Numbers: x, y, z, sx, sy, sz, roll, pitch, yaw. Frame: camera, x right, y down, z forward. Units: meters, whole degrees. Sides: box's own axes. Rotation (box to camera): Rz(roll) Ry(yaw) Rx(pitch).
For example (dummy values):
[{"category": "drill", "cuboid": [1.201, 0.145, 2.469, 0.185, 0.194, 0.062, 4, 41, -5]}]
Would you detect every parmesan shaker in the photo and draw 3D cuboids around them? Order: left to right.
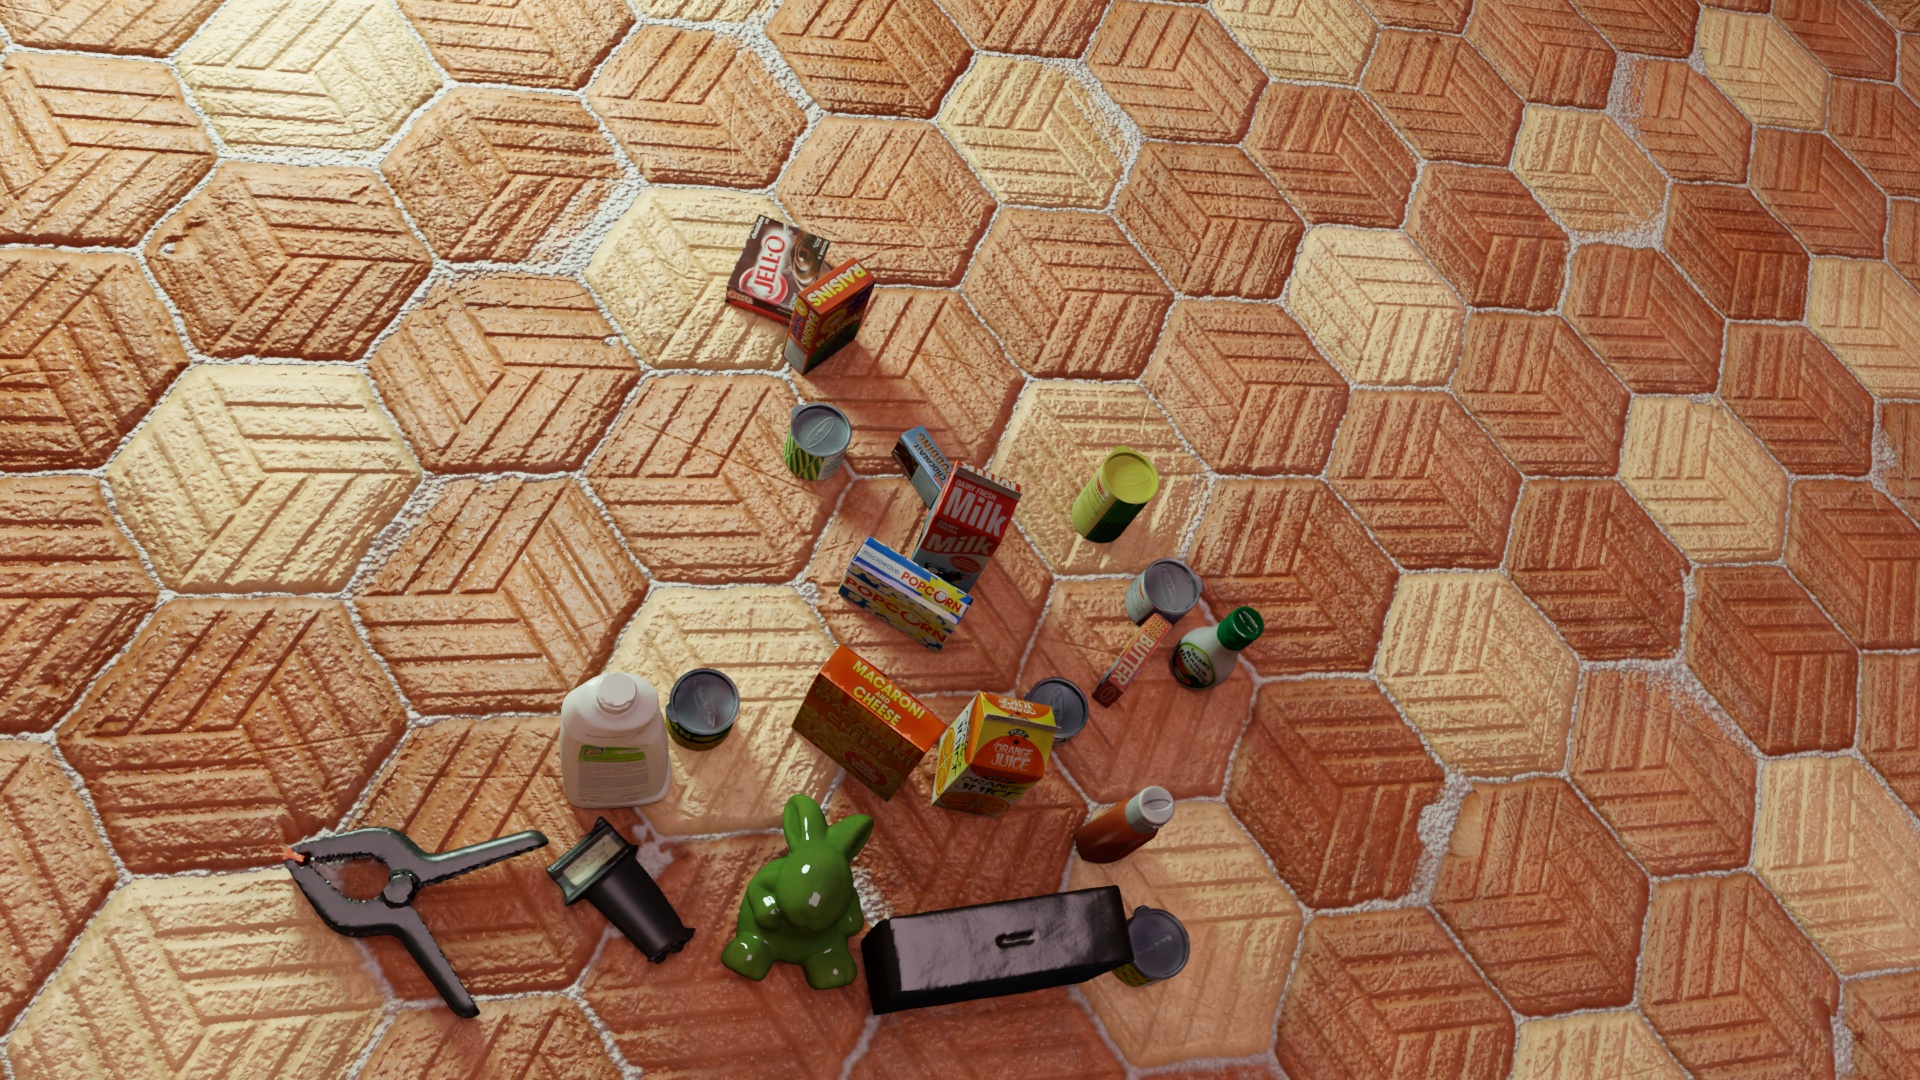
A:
[{"category": "parmesan shaker", "cuboid": [0.169, -0.050, 1.534, 0.071, 0.102, 0.071, 7, 63, -13]}]

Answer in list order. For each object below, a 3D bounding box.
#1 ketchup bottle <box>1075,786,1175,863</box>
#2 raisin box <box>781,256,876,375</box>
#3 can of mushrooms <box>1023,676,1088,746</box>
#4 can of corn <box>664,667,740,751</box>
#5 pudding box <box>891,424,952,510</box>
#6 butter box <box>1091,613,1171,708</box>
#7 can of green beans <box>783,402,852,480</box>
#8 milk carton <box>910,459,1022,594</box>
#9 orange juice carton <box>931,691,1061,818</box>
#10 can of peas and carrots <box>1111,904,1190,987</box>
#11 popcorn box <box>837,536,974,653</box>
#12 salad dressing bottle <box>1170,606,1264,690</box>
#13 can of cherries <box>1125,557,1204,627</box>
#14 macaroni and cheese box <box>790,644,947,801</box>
[{"category": "ketchup bottle", "cuboid": [0.163, 0.276, 1.345, 0.065, 0.148, 0.044, -4, 66, -18]}, {"category": "raisin box", "cuboid": [-0.146, -0.245, 1.525, 0.040, 0.122, 0.086, 46, 61, 8]}, {"category": "can of mushrooms", "cuboid": [0.094, 0.177, 1.439, 0.071, 0.033, 0.071, 7, 63, -13]}, {"category": "can of corn", "cuboid": [-0.250, 0.163, 1.329, 0.071, 0.058, 0.071, 7, 63, -13]}, {"category": "pudding box", "cuboid": [-0.037, -0.079, 1.518, 0.030, 0.049, 0.084, -28, 75, -26]}, {"category": "butter box", "cuboid": [0.182, 0.127, 1.479, 0.024, 0.053, 0.104, 38, 60, 4]}, {"category": "can of green beans", "cuboid": [-0.154, -0.106, 1.491, 0.071, 0.057, 0.071, 7, 63, -13]}, {"category": "milk carton", "cuboid": [0.005, -0.018, 1.419, 0.072, 0.189, 0.074, 23, 61, -5]}, {"category": "orange juice carton", "cuboid": [0.033, 0.200, 1.318, 0.072, 0.191, 0.073, 13, 62, -10]}, {"category": "can of peas and carrots", "cuboid": [0.179, 0.392, 1.343, 0.071, 0.058, 0.071, 7, 63, -13]}, {"category": "popcorn box", "cuboid": [-0.058, 0.056, 1.424, 0.127, 0.085, 0.038, 31, 60, 0]}, {"category": "salad dressing bottle", "cuboid": [0.270, 0.112, 1.459, 0.044, 0.147, 0.064, -30, 76, -27]}, {"category": "can of cherries", "cuboid": [0.223, 0.061, 1.521, 0.071, 0.058, 0.072, 7, 63, -13]}, {"category": "macaroni and cheese box", "cuboid": [-0.089, 0.174, 1.310, 0.124, 0.165, 0.040, 37, 60, 3]}]
